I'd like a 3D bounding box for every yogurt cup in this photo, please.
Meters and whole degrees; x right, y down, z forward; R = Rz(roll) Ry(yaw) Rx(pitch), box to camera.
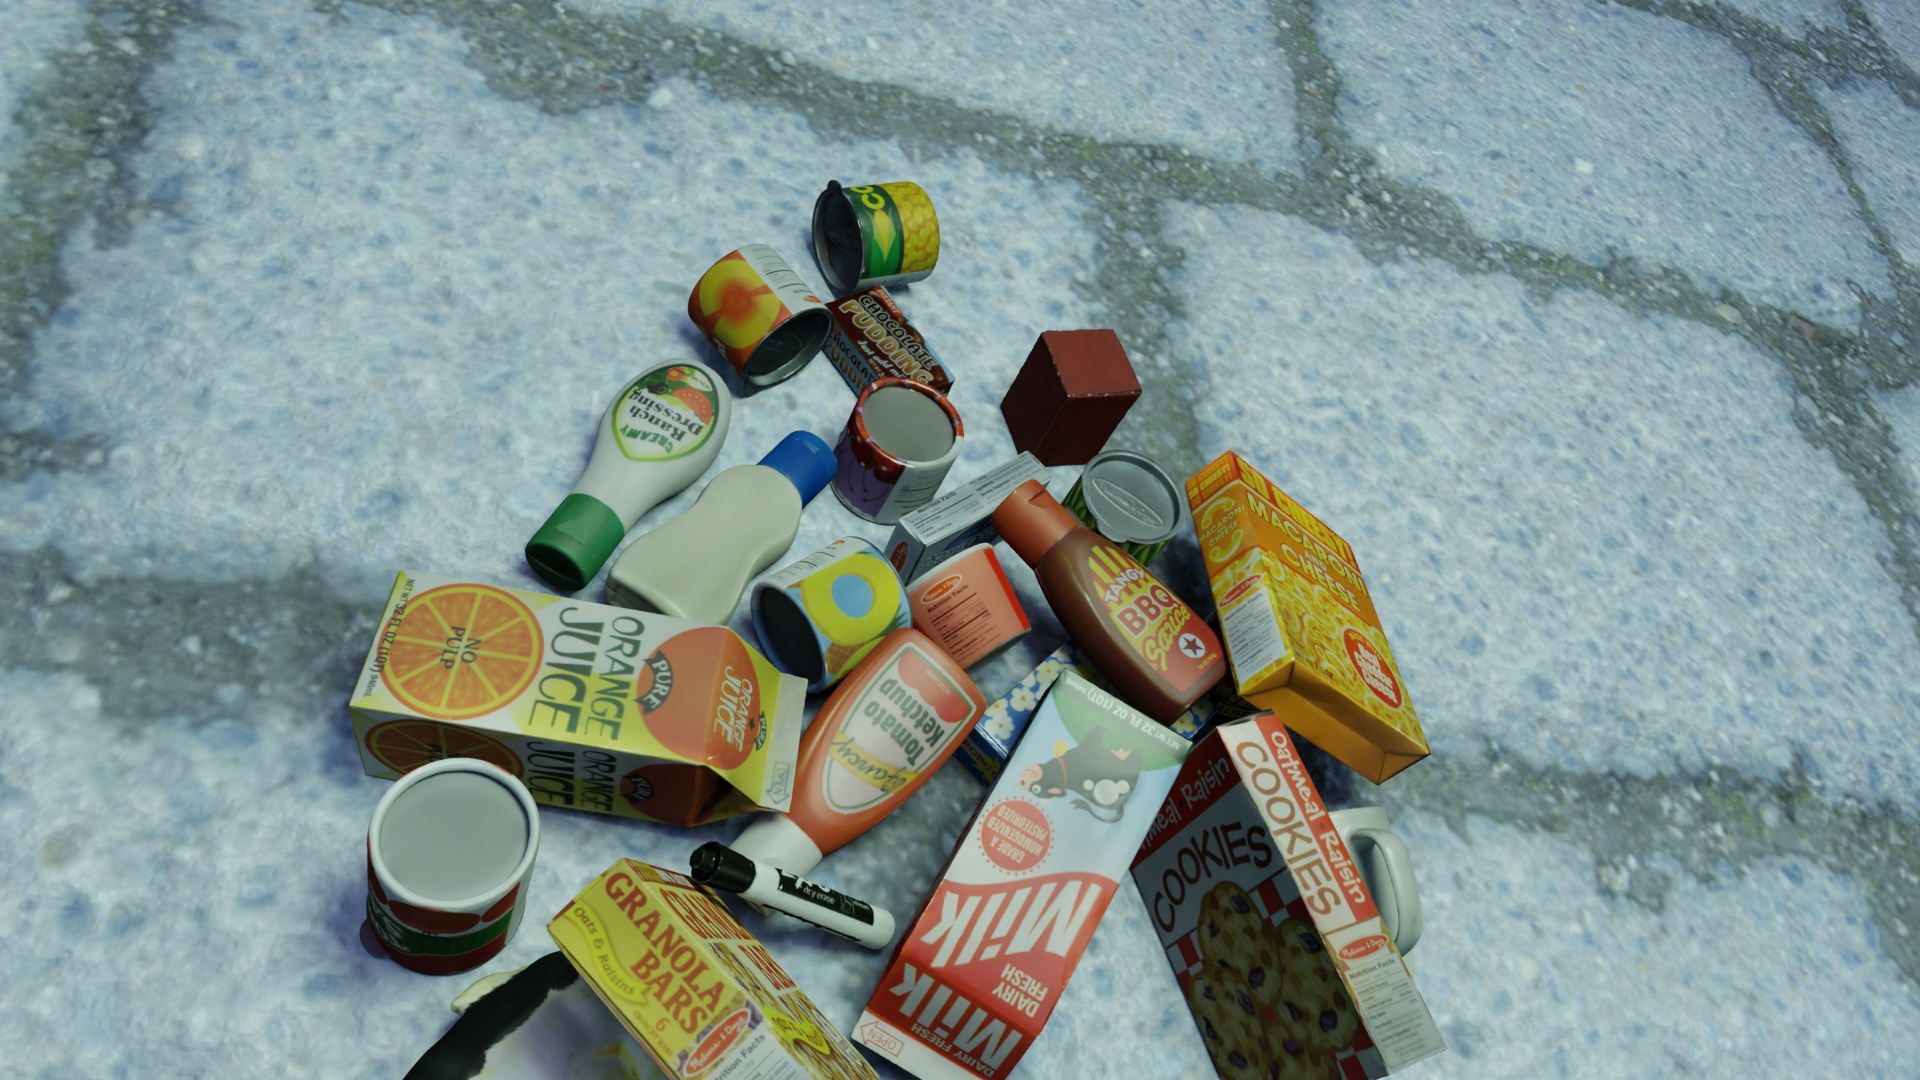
[{"bbox_3d":[0.002,0.041,0.753,0.073,0.072,0.054,-27,79,-34],"label":"yogurt cup"}]

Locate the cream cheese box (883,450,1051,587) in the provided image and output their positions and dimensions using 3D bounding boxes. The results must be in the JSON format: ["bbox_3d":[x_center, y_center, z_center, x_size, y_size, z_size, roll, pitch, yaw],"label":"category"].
[{"bbox_3d":[0.003,-0.010,0.793,0.104,0.053,0.024,-29,70,-35],"label":"cream cheese box"}]

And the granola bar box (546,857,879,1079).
[{"bbox_3d":[-0.090,0.187,0.550,0.039,0.165,0.124,-43,79,-12],"label":"granola bar box"}]

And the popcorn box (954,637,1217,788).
[{"bbox_3d":[0.069,0.102,0.753,0.085,0.038,0.127,46,53,11],"label":"popcorn box"}]

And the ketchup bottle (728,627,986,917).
[{"bbox_3d":[-0.056,0.114,0.673,0.064,0.043,0.149,46,67,-7],"label":"ketchup bottle"}]

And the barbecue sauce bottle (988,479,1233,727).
[{"bbox_3d":[0.078,0.031,0.752,0.149,0.043,0.065,47,47,13],"label":"barbecue sauce bottle"}]

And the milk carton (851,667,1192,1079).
[{"bbox_3d":[0.028,0.162,0.649,0.072,0.073,0.191,30,74,4],"label":"milk carton"}]

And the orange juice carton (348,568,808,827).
[{"bbox_3d":[-0.169,0.077,0.640,0.193,0.072,0.072,11,54,-8],"label":"orange juice carton"}]

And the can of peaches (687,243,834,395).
[{"bbox_3d":[-0.120,-0.131,0.820,0.071,0.071,0.058,-31,73,-35],"label":"can of peaches"}]

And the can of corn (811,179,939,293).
[{"bbox_3d":[-0.054,-0.197,0.888,0.058,0.070,0.071,-15,64,-31],"label":"can of corn"}]

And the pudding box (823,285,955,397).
[{"bbox_3d":[-0.047,-0.114,0.859,0.050,0.030,0.084,-24,69,-34],"label":"pudding box"}]

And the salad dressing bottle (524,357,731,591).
[{"bbox_3d":[-0.176,-0.037,0.744,0.064,0.043,0.148,28,51,0],"label":"salad dressing bottle"}]

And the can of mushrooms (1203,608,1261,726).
[{"bbox_3d":[0.164,0.074,0.814,0.071,0.033,0.071,11,54,-16],"label":"can of mushrooms"}]

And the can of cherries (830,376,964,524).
[{"bbox_3d":[-0.039,-0.054,0.803,0.071,0.058,0.072,11,54,-16],"label":"can of cherries"}]

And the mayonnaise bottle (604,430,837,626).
[{"bbox_3d":[-0.121,-0.005,0.748,0.065,0.041,0.149,37,50,4],"label":"mayonnaise bottle"}]

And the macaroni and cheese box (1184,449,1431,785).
[{"bbox_3d":[0.192,0.041,0.788,0.123,0.040,0.167,33,32,-29],"label":"macaroni and cheese box"}]

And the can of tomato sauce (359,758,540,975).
[{"bbox_3d":[-0.215,0.138,0.582,0.071,0.082,0.071,11,54,-16],"label":"can of tomato sauce"}]

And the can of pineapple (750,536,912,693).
[{"bbox_3d":[-0.067,0.040,0.723,0.058,0.070,0.071,-28,71,-34],"label":"can of pineapple"}]

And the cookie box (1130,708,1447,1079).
[{"bbox_3d":[0.146,0.185,0.673,0.040,0.122,0.168,-8,61,-28],"label":"cookie box"}]

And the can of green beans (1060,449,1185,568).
[{"bbox_3d":[0.091,-0.011,0.827,0.071,0.057,0.071,11,54,-15],"label":"can of green beans"}]
